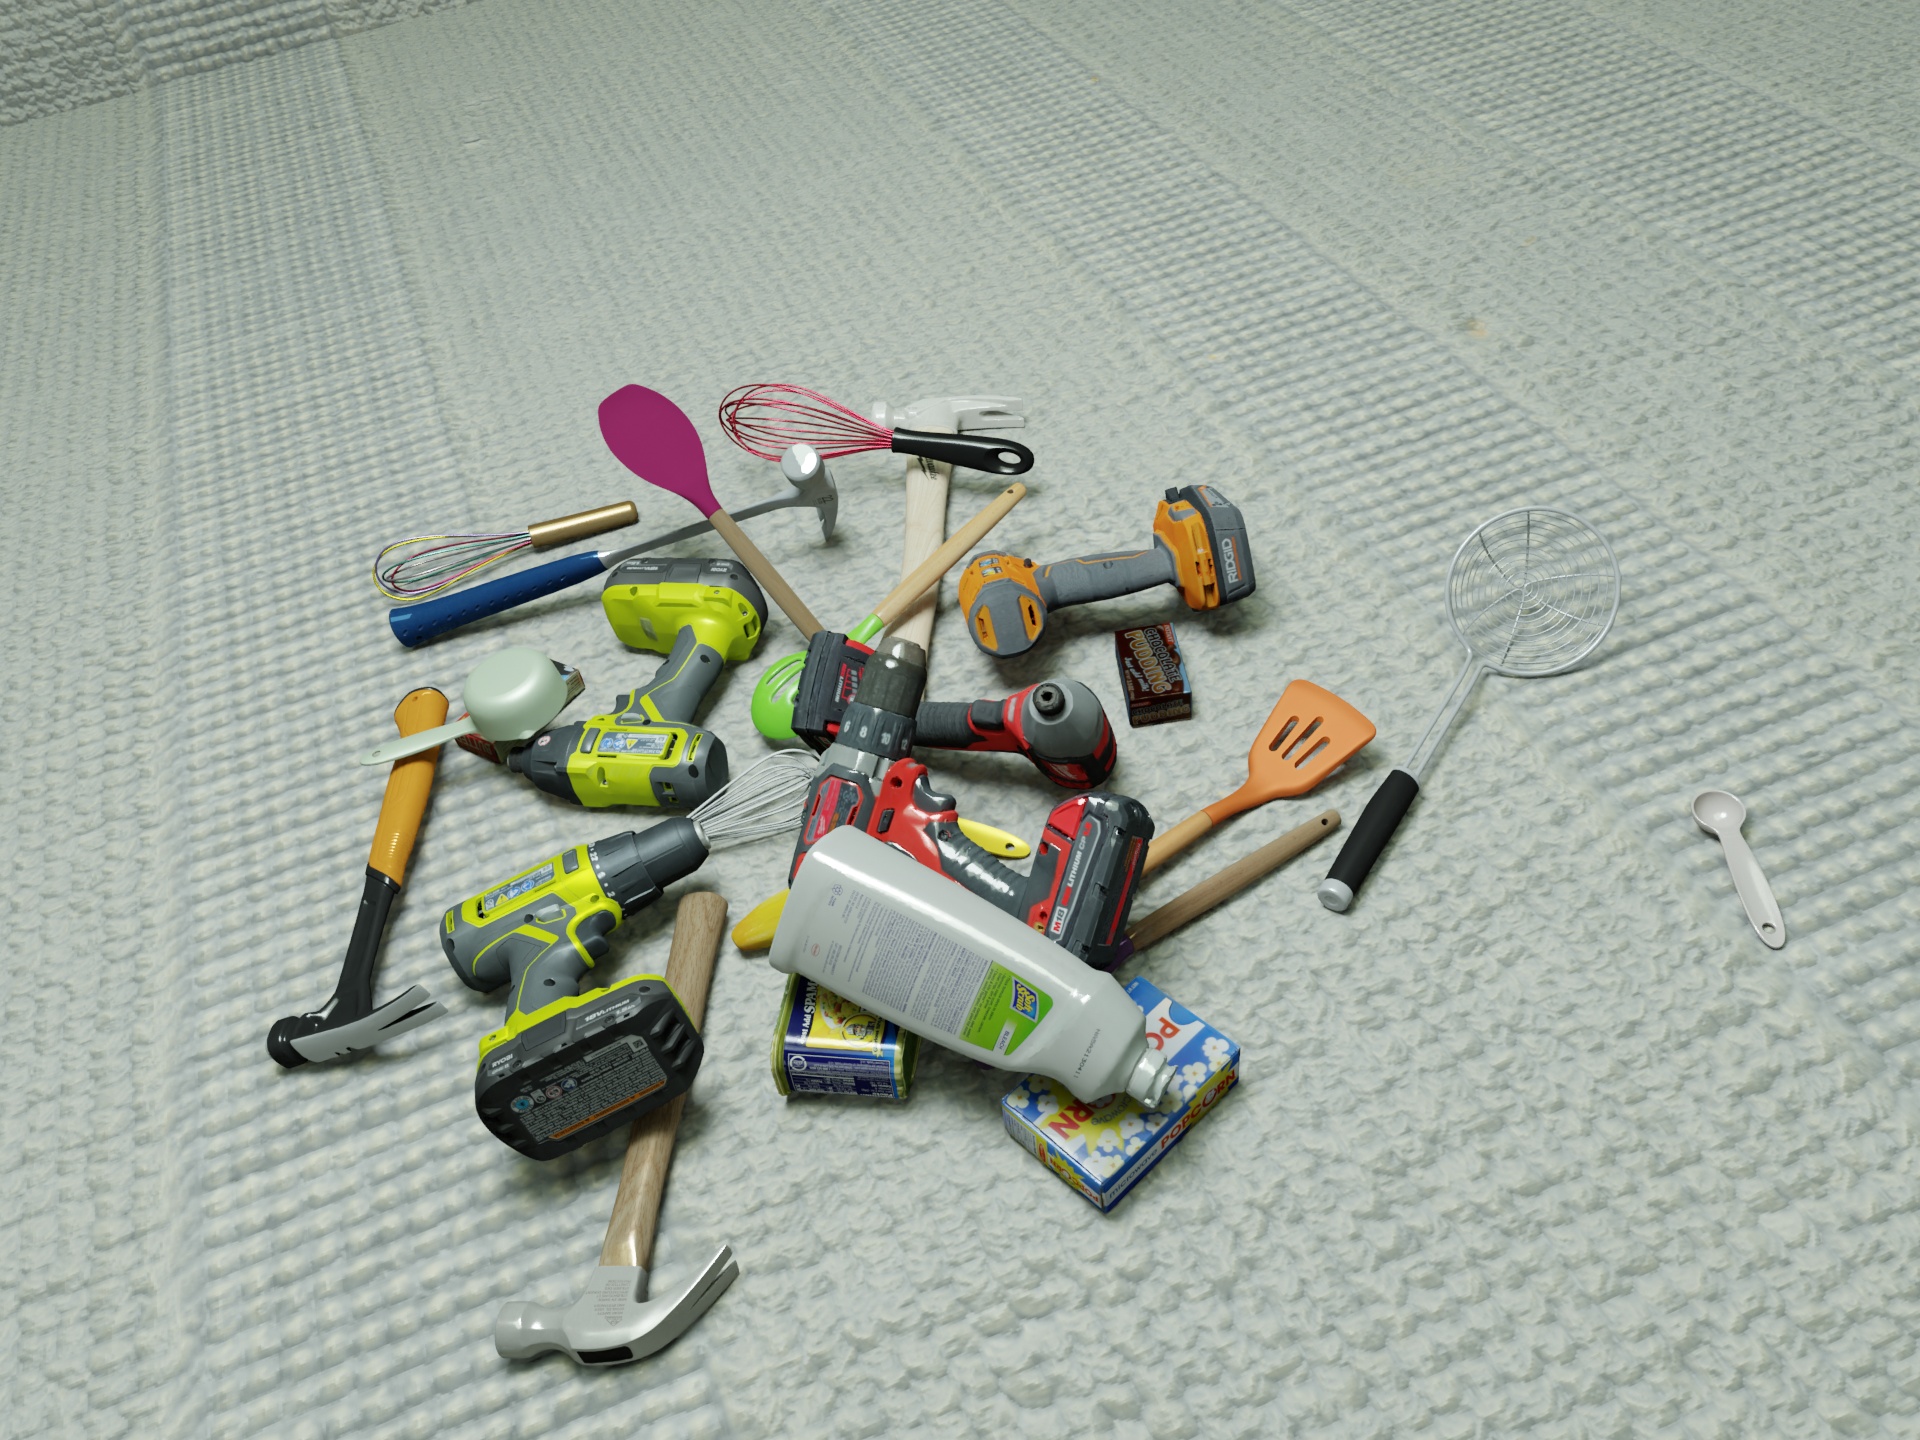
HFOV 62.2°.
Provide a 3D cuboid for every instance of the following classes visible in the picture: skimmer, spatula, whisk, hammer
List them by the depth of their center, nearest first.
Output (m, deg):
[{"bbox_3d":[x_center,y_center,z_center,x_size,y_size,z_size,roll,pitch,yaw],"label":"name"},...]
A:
[{"bbox_3d":[-0.190,0.244,1.015,0.130,0.031,0.332,-3,44,8],"label":"hammer"},{"bbox_3d":[0.132,0.135,1.072,0.316,0.018,0.060,-27,73,-19],"label":"spatula"},{"bbox_3d":[0.153,0.075,1.113,0.322,0.041,0.081,-31,48,-23],"label":"spatula"},{"bbox_3d":[0.357,-0.011,1.132,0.127,0.090,0.363,39,59,2],"label":"skimmer"},{"bbox_3d":[-0.211,0.086,1.171,0.246,0.059,0.058,-23,18,-7],"label":"whisk"},{"bbox_3d":[-0.419,0.097,1.183,0.127,0.034,0.337,-19,43,13],"label":"hammer"},{"bbox_3d":[-0.298,-0.141,1.388,0.405,0.144,0.035,-18,75,4],"label":"hammer"},{"bbox_3d":[-0.023,-0.158,1.394,0.146,0.038,0.411,-2,45,7],"label":"hammer"},{"bbox_3d":[-0.078,-0.256,1.435,0.296,0.073,0.073,10,47,10],"label":"whisk"},{"bbox_3d":[-0.419,-0.160,1.473,0.245,0.051,0.047,-17,65,-13],"label":"whisk"}]

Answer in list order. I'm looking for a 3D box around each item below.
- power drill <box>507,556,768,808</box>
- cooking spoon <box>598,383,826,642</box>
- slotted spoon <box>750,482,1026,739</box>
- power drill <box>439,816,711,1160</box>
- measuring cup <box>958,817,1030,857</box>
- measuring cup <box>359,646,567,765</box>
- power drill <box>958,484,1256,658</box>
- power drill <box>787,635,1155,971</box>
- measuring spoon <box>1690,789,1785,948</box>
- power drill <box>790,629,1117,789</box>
[{"bbox_3d":[-0.253,-0.028,1.276,0.171,0.080,0.223,2,48,13],"label":"power drill"},{"bbox_3d":[-0.184,-0.149,1.301,0.069,0.017,0.319,-39,85,-17],"label":"cooking spoon"},{"bbox_3d":[-0.052,-0.098,1.289,0.070,0.031,0.314,33,64,28],"label":"slotted spoon"},{"bbox_3d":[-0.242,0.160,1.047,0.190,0.080,0.229,-26,34,-4],"label":"power drill"},{"bbox_3d":[-0.025,0.082,1.163,0.156,0.029,0.062,15,48,9],"label":"measuring cup"},{"bbox_3d":[-0.388,-0.008,1.225,0.167,0.038,0.083,-21,43,-6],"label":"measuring cup"},{"bbox_3d":[0.109,-0.123,1.291,0.226,0.084,0.164,-15,21,0],"label":"power drill"},{"bbox_3d":[0.007,0.056,1.040,0.227,0.080,0.188,16,88,21],"label":"power drill"},{"bbox_3d":[0.514,0.099,1.048,0.034,0.018,0.124,-7,51,4],"label":"measuring spoon"},{"bbox_3d":[-0.002,-0.004,1.150,0.220,0.143,0.079,7,74,16],"label":"power drill"}]
